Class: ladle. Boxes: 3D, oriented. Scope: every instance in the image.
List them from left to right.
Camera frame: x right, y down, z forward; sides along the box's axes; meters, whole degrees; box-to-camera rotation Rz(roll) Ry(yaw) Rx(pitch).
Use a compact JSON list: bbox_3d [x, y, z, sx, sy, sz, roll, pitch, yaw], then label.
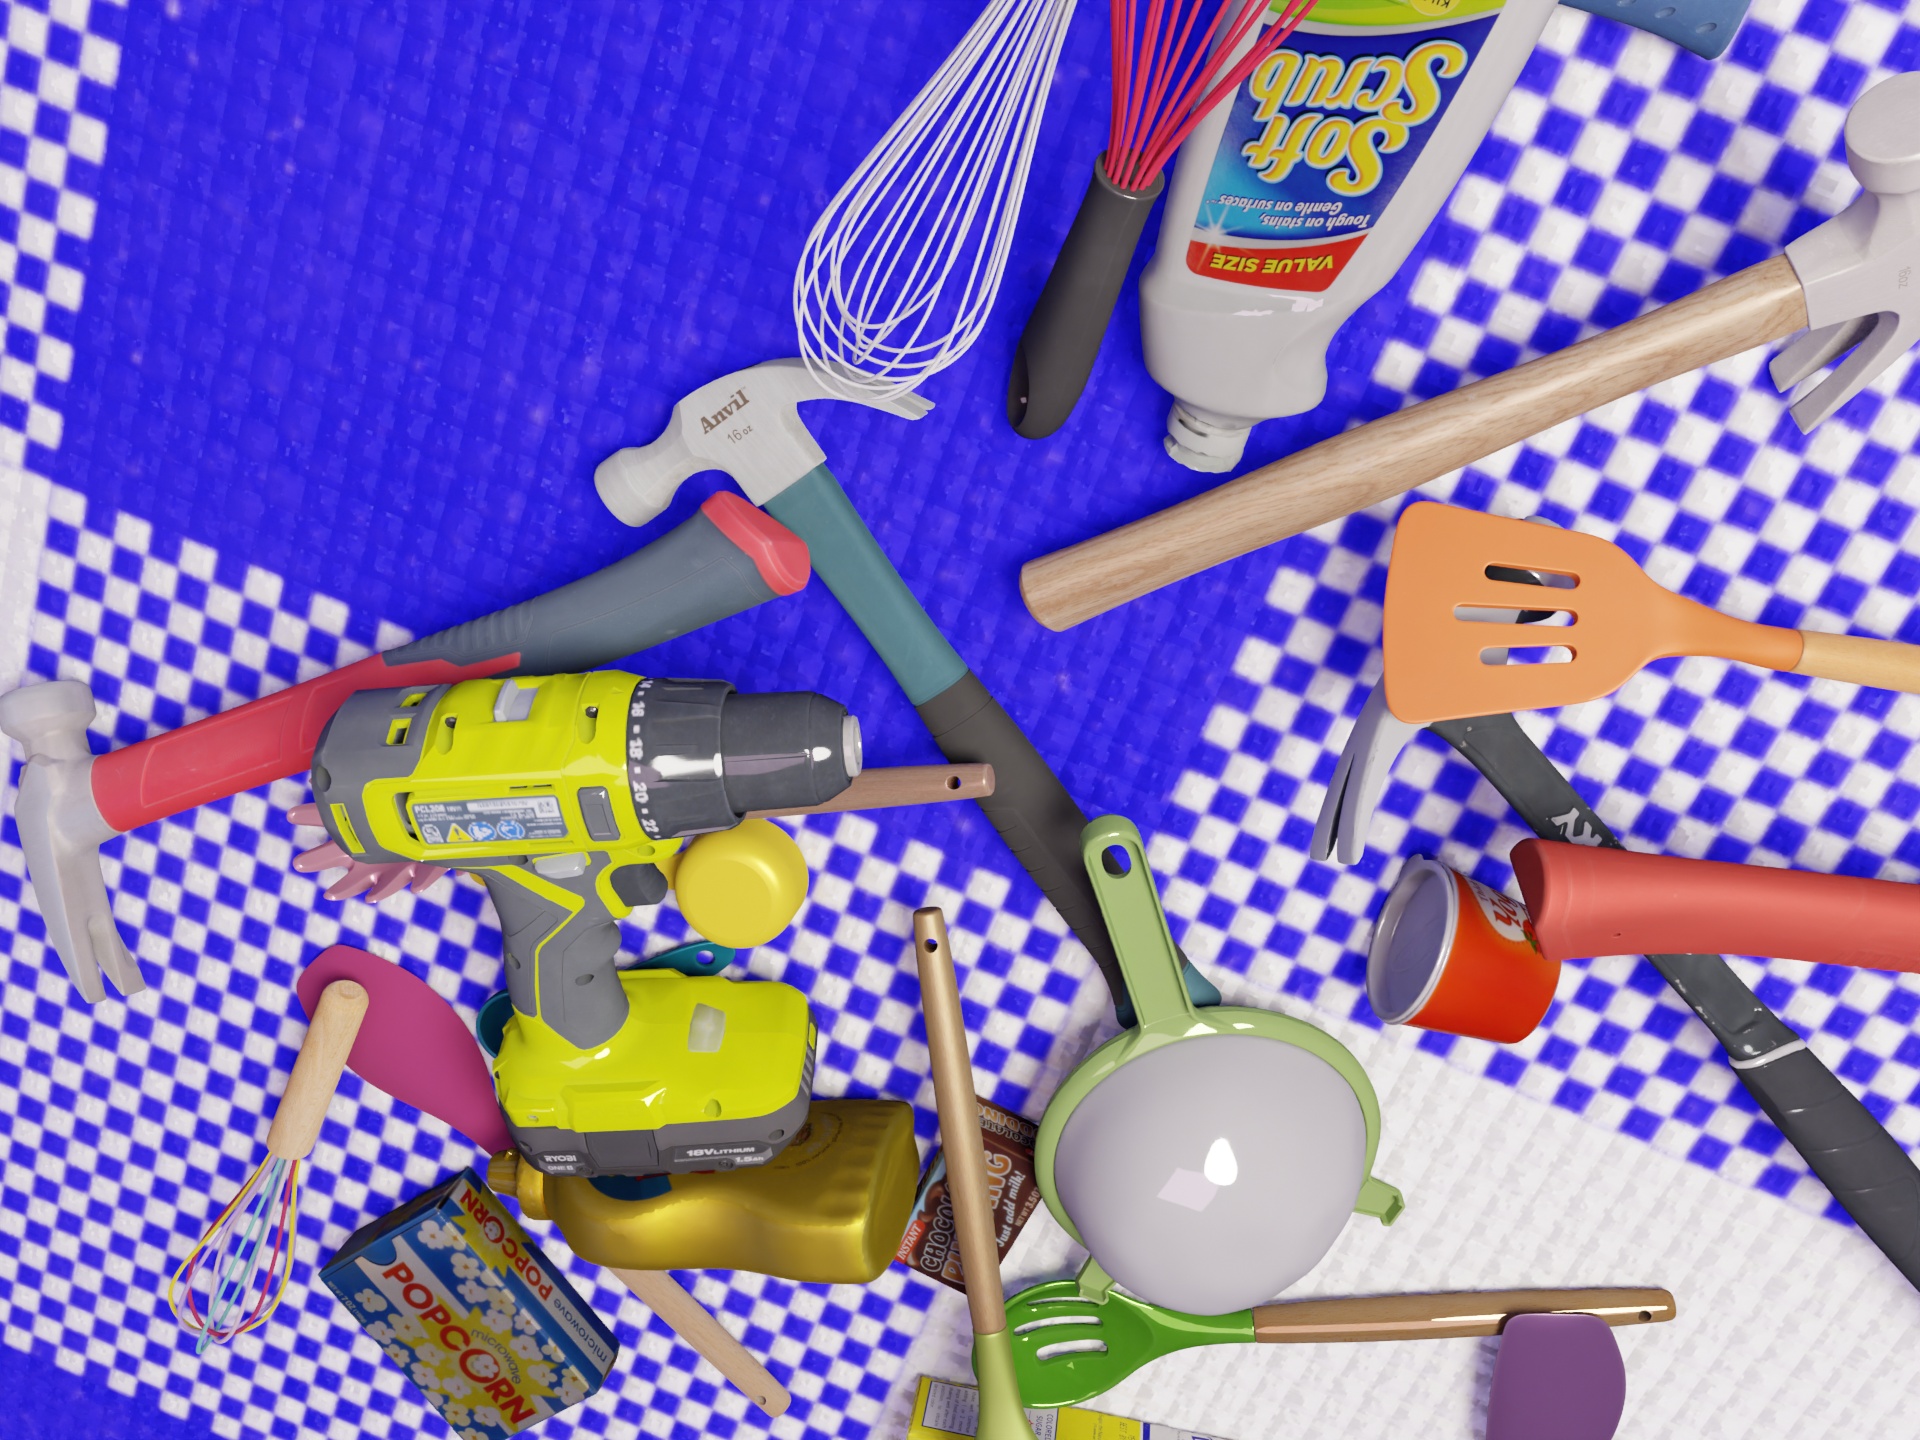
[{"bbox_3d":[0.010,0.234,0.697,0.078,0.062,0.320,-8,97,6],"label":"ladle"}]

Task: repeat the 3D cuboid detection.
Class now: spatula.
[{"bbox_3d":[0.266,0.404,0.751,0.060,0.018,0.315,1,113,3],"label":"spatula"},{"bbox_3d":[0.310,-0.021,0.565,0.322,0.041,0.081,8,80,-9],"label":"spatula"}]

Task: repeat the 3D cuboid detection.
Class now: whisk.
[{"bbox_3d":[-0.336,0.221,0.773,0.047,0.051,0.245,31,114,5],"label":"whisk"},{"bbox_3d":[0.025,-0.231,0.516,0.070,0.070,0.284,29,107,-2],"label":"whisk"},{"bbox_3d":[0.058,-0.185,0.491,0.073,0.073,0.295,24,148,0],"label":"whisk"}]

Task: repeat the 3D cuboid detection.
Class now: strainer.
[{"bbox_3d":[0.093,0.155,0.638,0.151,0.069,0.256,-17,120,5],"label":"strainer"}]

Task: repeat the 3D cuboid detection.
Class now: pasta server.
[{"bbox_3d":[-0.140,0.038,0.667,0.316,0.040,0.060,-5,93,18],"label":"pasta server"}]

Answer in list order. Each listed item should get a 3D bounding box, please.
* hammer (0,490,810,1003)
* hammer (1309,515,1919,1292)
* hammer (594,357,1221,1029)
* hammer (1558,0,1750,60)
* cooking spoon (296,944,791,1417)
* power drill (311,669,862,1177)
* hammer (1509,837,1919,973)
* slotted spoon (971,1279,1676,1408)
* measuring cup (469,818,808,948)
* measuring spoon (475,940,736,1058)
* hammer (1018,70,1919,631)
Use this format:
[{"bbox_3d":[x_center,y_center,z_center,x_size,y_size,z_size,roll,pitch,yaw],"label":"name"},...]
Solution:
[{"bbox_3d":[-0.233,0.006,0.653,0.386,0.038,0.143,-17,87,18],"label":"hammer"},{"bbox_3d":[0.297,0.118,0.612,0.408,0.036,0.149,46,77,-11],"label":"hammer"},{"bbox_3d":[-0.001,-0.002,0.649,0.128,0.033,0.331,-32,102,19],"label":"hammer"},{"bbox_3d":[0.062,-0.297,0.531,0.405,0.035,0.144,15,111,4],"label":"hammer"},{"bbox_3d":[-0.198,0.229,0.772,0.068,0.017,0.319,-42,98,20],"label":"cooking spoon"},{"bbox_3d":[-0.124,0.078,0.626,0.190,0.080,0.228,-3,128,4],"label":"power drill"},{"bbox_3d":[0.370,0.070,0.551,0.359,0.037,0.149,7,133,-6],"label":"hammer"},{"bbox_3d":[0.160,0.276,0.726,0.314,0.031,0.070,-7,108,10],"label":"slotted spoon"},{"bbox_3d":[-0.146,0.072,0.700,0.156,0.029,0.062,0,110,7],"label":"measuring cup"},{"bbox_3d":[-0.161,0.123,0.733,0.128,0.021,0.042,-21,113,7],"label":"measuring spoon"},{"bbox_3d":[0.172,-0.100,0.559,0.331,0.130,0.031,-21,61,25],"label":"hammer"}]
